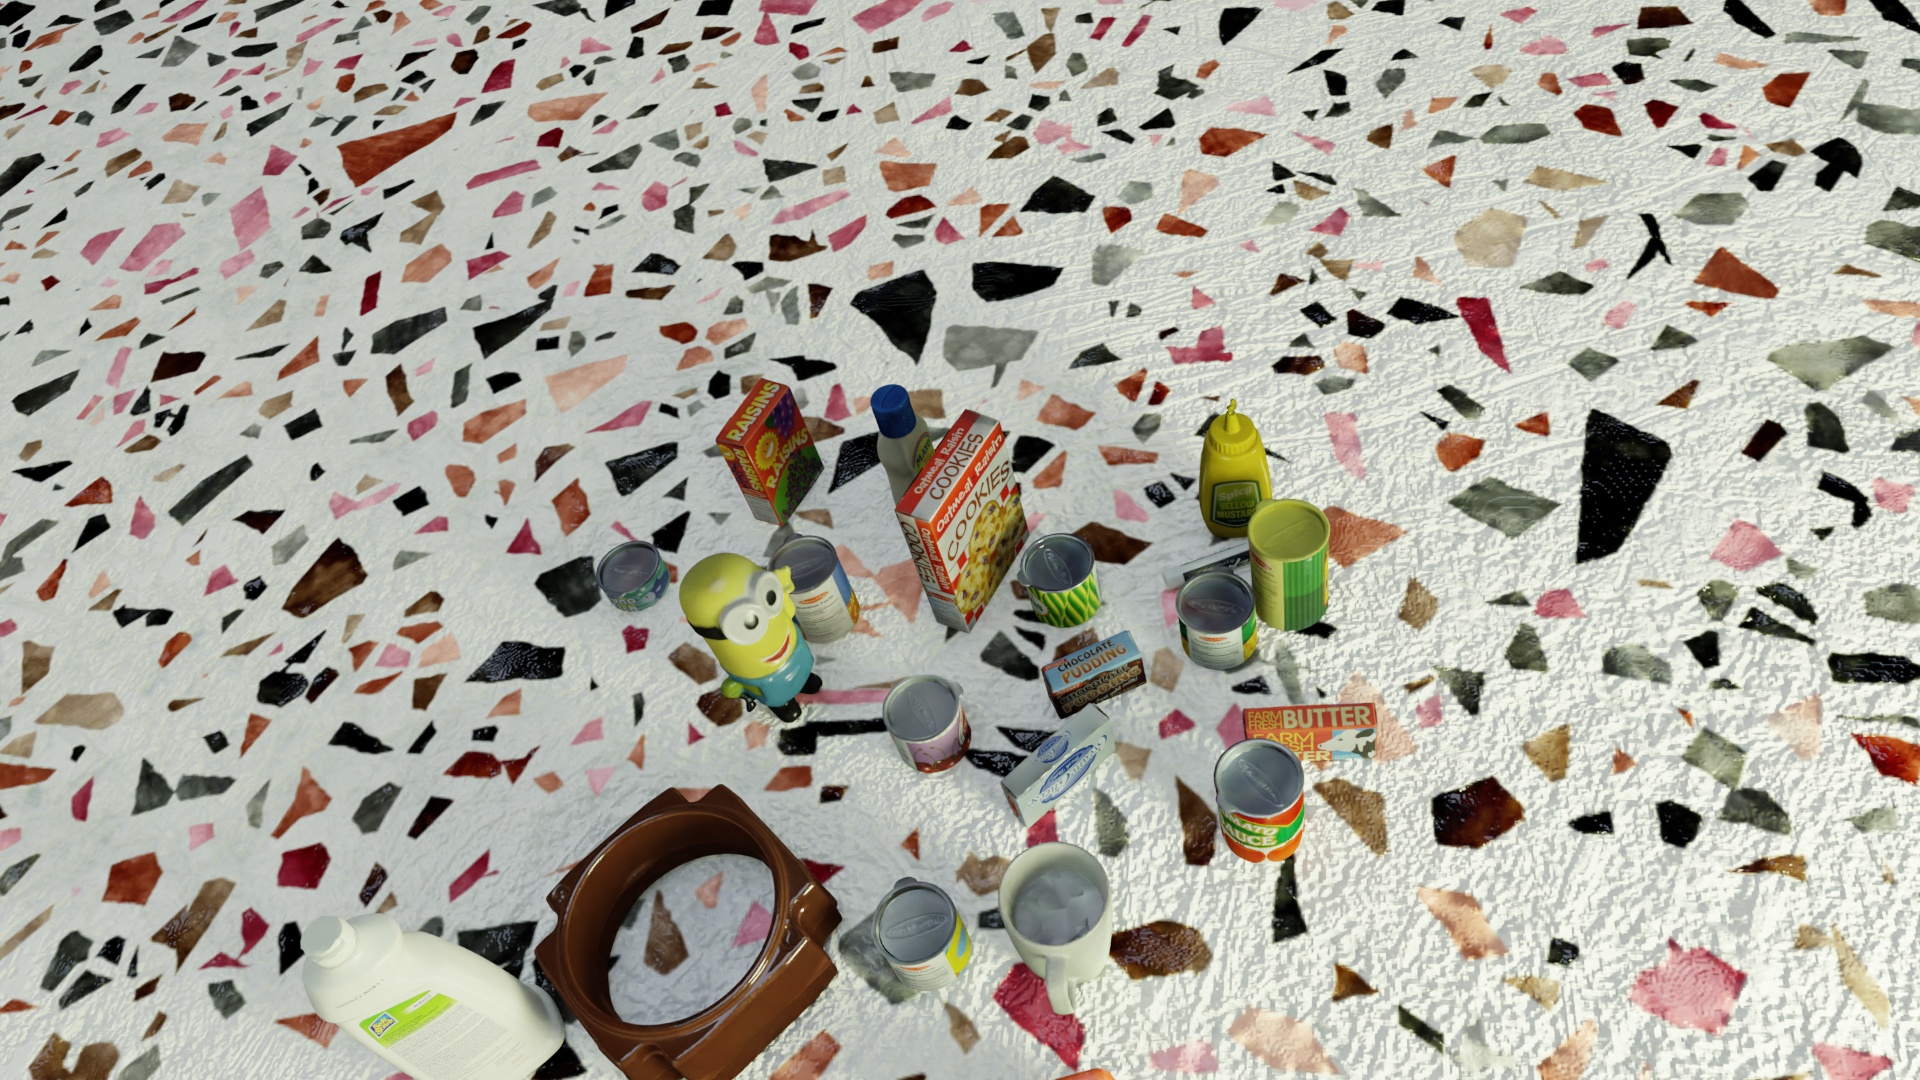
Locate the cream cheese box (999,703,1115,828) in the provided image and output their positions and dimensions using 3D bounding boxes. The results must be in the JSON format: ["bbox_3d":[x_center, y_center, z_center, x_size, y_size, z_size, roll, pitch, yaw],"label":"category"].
[{"bbox_3d":[0.081,0.184,1.134,0.104,0.053,0.024,-39,53,-17],"label":"cream cheese box"}]

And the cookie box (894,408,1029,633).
[{"bbox_3d":[0.004,-0.016,1.240,0.040,0.166,0.123,18,59,26],"label":"cookie box"}]

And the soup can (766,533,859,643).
[{"bbox_3d":[-0.135,0.044,1.283,0.071,0.083,0.072,-7,51,9],"label":"soup can"}]

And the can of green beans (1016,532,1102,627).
[{"bbox_3d":[0.091,0.036,1.247,0.071,0.057,0.071,-7,51,9],"label":"can of green beans"}]

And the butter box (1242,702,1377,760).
[{"bbox_3d":[0.279,0.154,1.107,0.103,0.053,0.024,-4,51,11],"label":"butter box"}]

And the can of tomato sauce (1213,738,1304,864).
[{"bbox_3d":[0.229,0.202,1.062,0.071,0.082,0.071,-7,51,9],"label":"can of tomato sauce"}]

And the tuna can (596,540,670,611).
[{"bbox_3d":[-0.323,0.037,1.370,0.071,0.032,0.071,-7,51,9],"label":"tuna can"}]

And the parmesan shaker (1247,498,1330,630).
[{"bbox_3d":[0.279,0.020,1.182,0.071,0.102,0.072,-7,51,9],"label":"parmesan shaker"}]

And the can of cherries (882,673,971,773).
[{"bbox_3d":[-0.025,0.155,1.181,0.071,0.058,0.072,-7,51,9],"label":"can of cherries"}]

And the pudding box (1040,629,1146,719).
[{"bbox_3d":[0.114,0.114,1.184,0.084,0.049,0.030,-23,50,-4],"label":"pudding box"}]

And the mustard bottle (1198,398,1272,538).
[{"bbox_3d":[0.240,-0.066,1.224,0.065,0.159,0.049,-6,51,10],"label":"mustard bottle"}]

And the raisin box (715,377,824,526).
[{"bbox_3d":[-0.187,-0.087,1.375,0.040,0.122,0.086,17,58,26],"label":"raisin box"}]

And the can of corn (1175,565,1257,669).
[{"bbox_3d":[0.220,0.067,1.189,0.071,0.058,0.071,-7,51,9],"label":"can of corn"}]

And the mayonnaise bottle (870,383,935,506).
[{"bbox_3d":[-0.051,-0.086,1.323,0.041,0.147,0.065,12,56,23],"label":"mayonnaise bottle"}]

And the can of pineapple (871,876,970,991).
[{"bbox_3d":[-0.029,0.302,1.065,0.071,0.057,0.071,-7,51,9],"label":"can of pineapple"}]
